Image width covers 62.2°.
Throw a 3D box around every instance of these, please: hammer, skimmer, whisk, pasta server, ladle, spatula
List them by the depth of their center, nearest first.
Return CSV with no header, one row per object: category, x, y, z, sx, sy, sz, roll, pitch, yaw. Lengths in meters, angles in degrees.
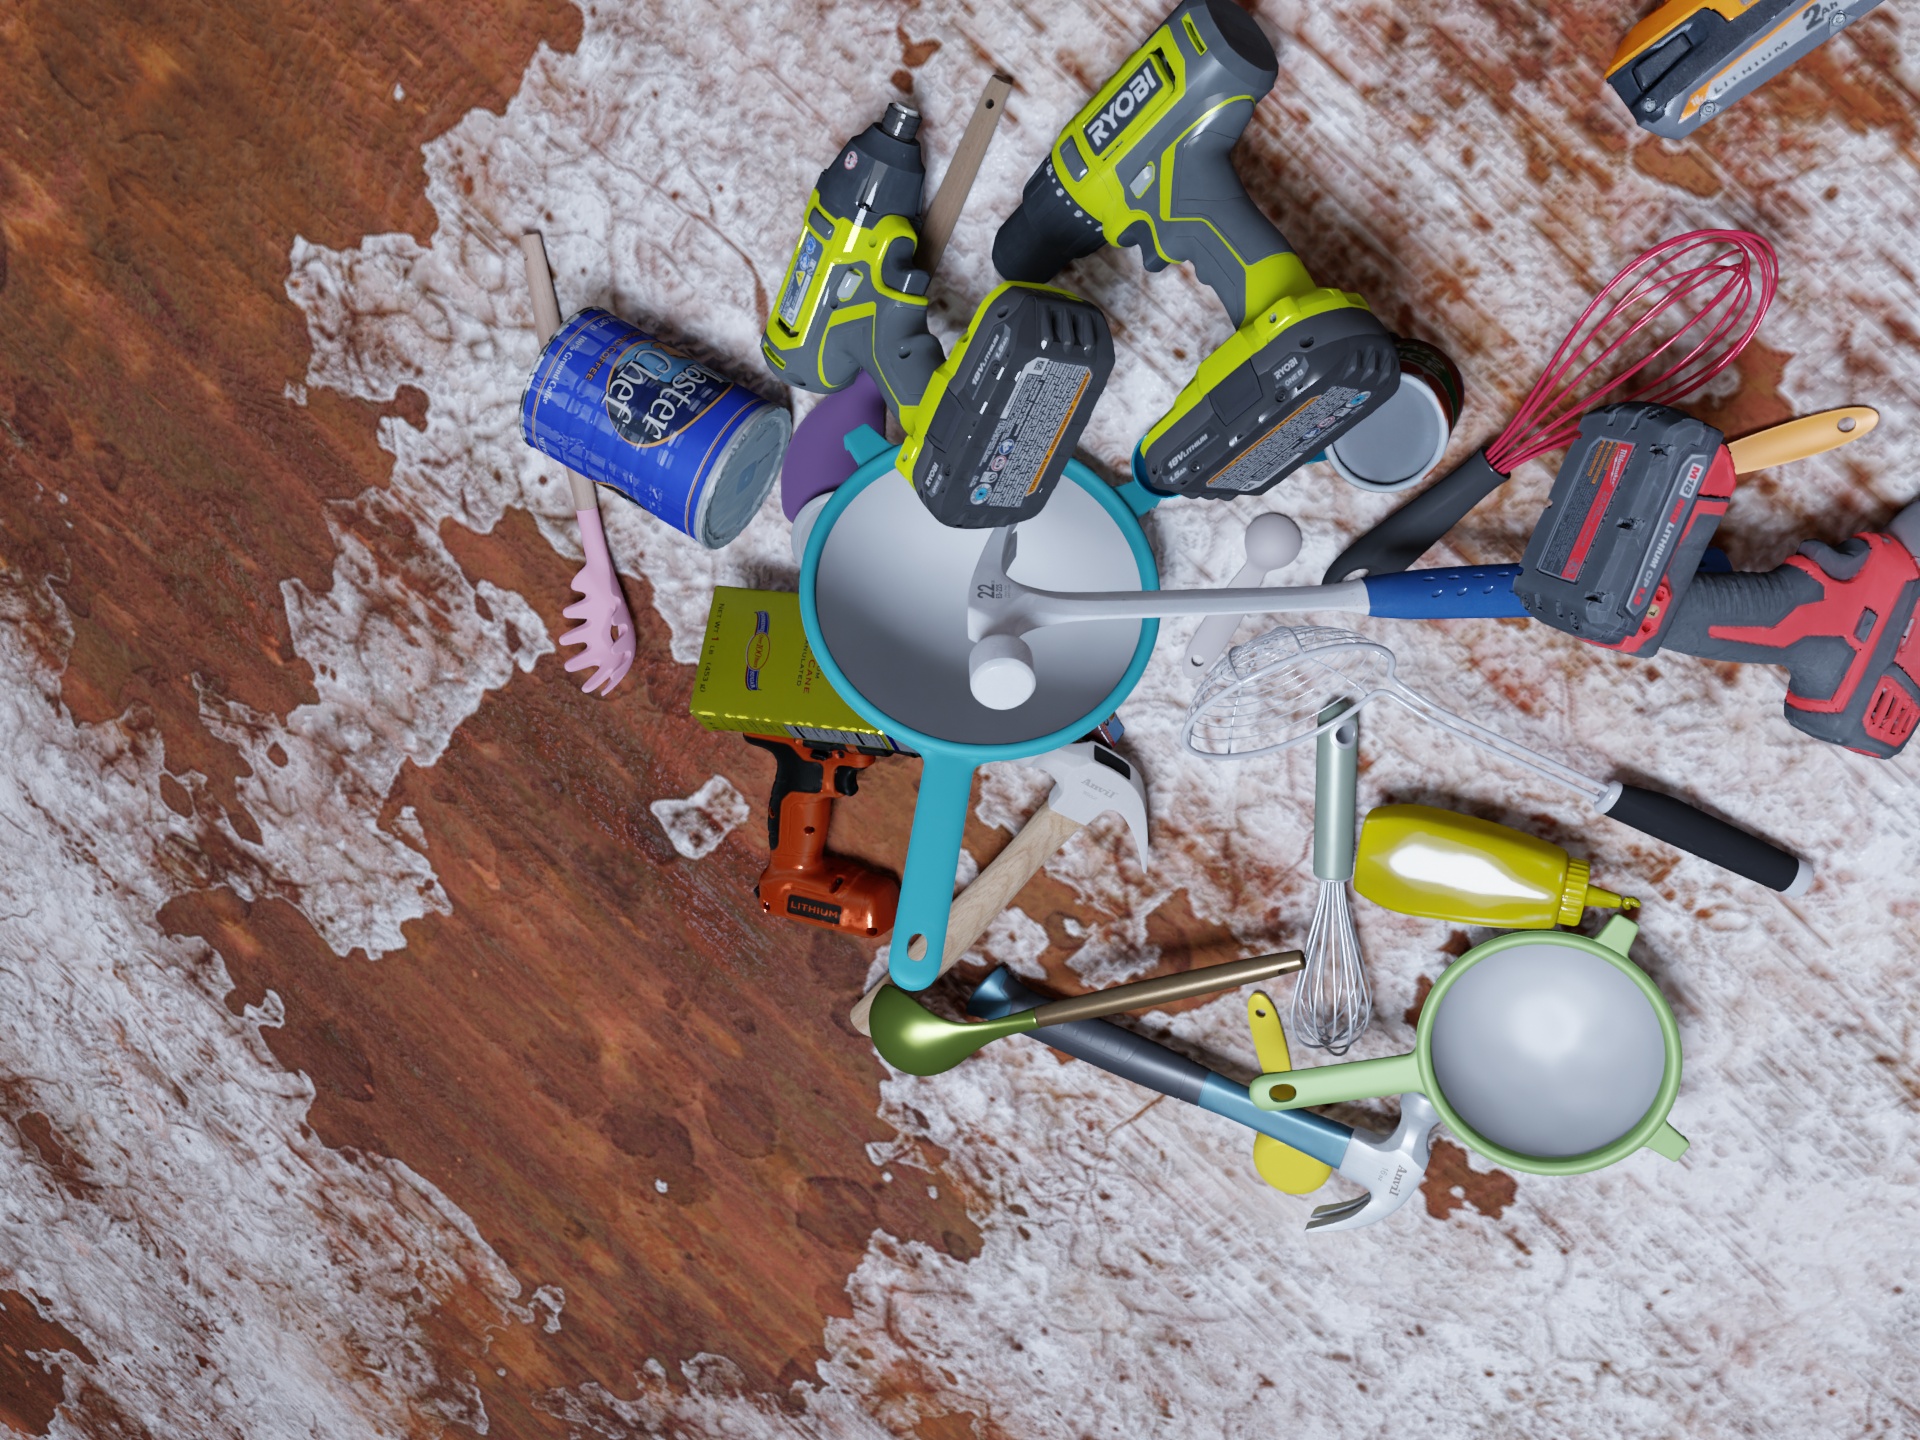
whisk,0.302,-0.152,0.855,0.073,0.073,0.295,45,129,-2
hammer,0.205,-0.071,0.858,0.405,0.144,0.035,-2,132,0
skimmer,0.306,0.042,0.904,0.363,0.090,0.127,24,149,2
spatula,-0.042,-0.244,0.978,0.060,0.018,0.315,29,122,0
whisk,0.236,0.104,1.011,0.058,0.059,0.246,-8,111,-13
ladle,0.078,0.186,1.077,0.320,0.062,0.078,-17,126,24
hammer,0.156,0.247,1.097,0.331,0.033,0.128,20,110,20
pasta server,-0.270,-0.171,1.098,0.060,0.040,0.316,11,117,38
hammer,0.015,0.129,1.105,0.130,0.031,0.331,26,129,-16

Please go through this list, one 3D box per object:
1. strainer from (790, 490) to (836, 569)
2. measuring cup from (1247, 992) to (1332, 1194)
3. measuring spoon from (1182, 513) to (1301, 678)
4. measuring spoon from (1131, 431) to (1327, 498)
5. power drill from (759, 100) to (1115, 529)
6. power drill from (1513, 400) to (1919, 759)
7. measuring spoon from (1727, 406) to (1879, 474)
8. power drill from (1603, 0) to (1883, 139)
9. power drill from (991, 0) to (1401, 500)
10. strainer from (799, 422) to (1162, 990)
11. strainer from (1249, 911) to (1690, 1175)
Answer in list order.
strainer,-0.036,-0.155,1.007,0.087,0.050,0.258,31,120,-11
measuring cup,0.219,0.260,1.097,0.062,0.029,0.156,-8,111,26
measuring spoon,0.167,-0.071,0.970,0.034,0.018,0.124,32,123,6
measuring spoon,0.165,-0.156,0.936,0.128,0.021,0.042,-4,98,15
power drill,-0.020,-0.225,0.885,0.223,0.080,0.171,50,127,34
power drill,0.405,-0.076,0.794,0.219,0.079,0.143,17,102,-14
measuring spoon,0.418,-0.142,0.837,0.117,0.011,0.021,-16,106,25
power drill,0.302,-0.384,0.732,0.164,0.084,0.226,-33,94,32
power drill,0.114,-0.234,0.842,0.190,0.080,0.229,-38,67,41
strainer,-0.001,-0.003,0.937,0.211,0.341,0.095,10,160,-1
strainer,0.310,0.208,0.996,0.256,0.069,0.151,-13,92,19
